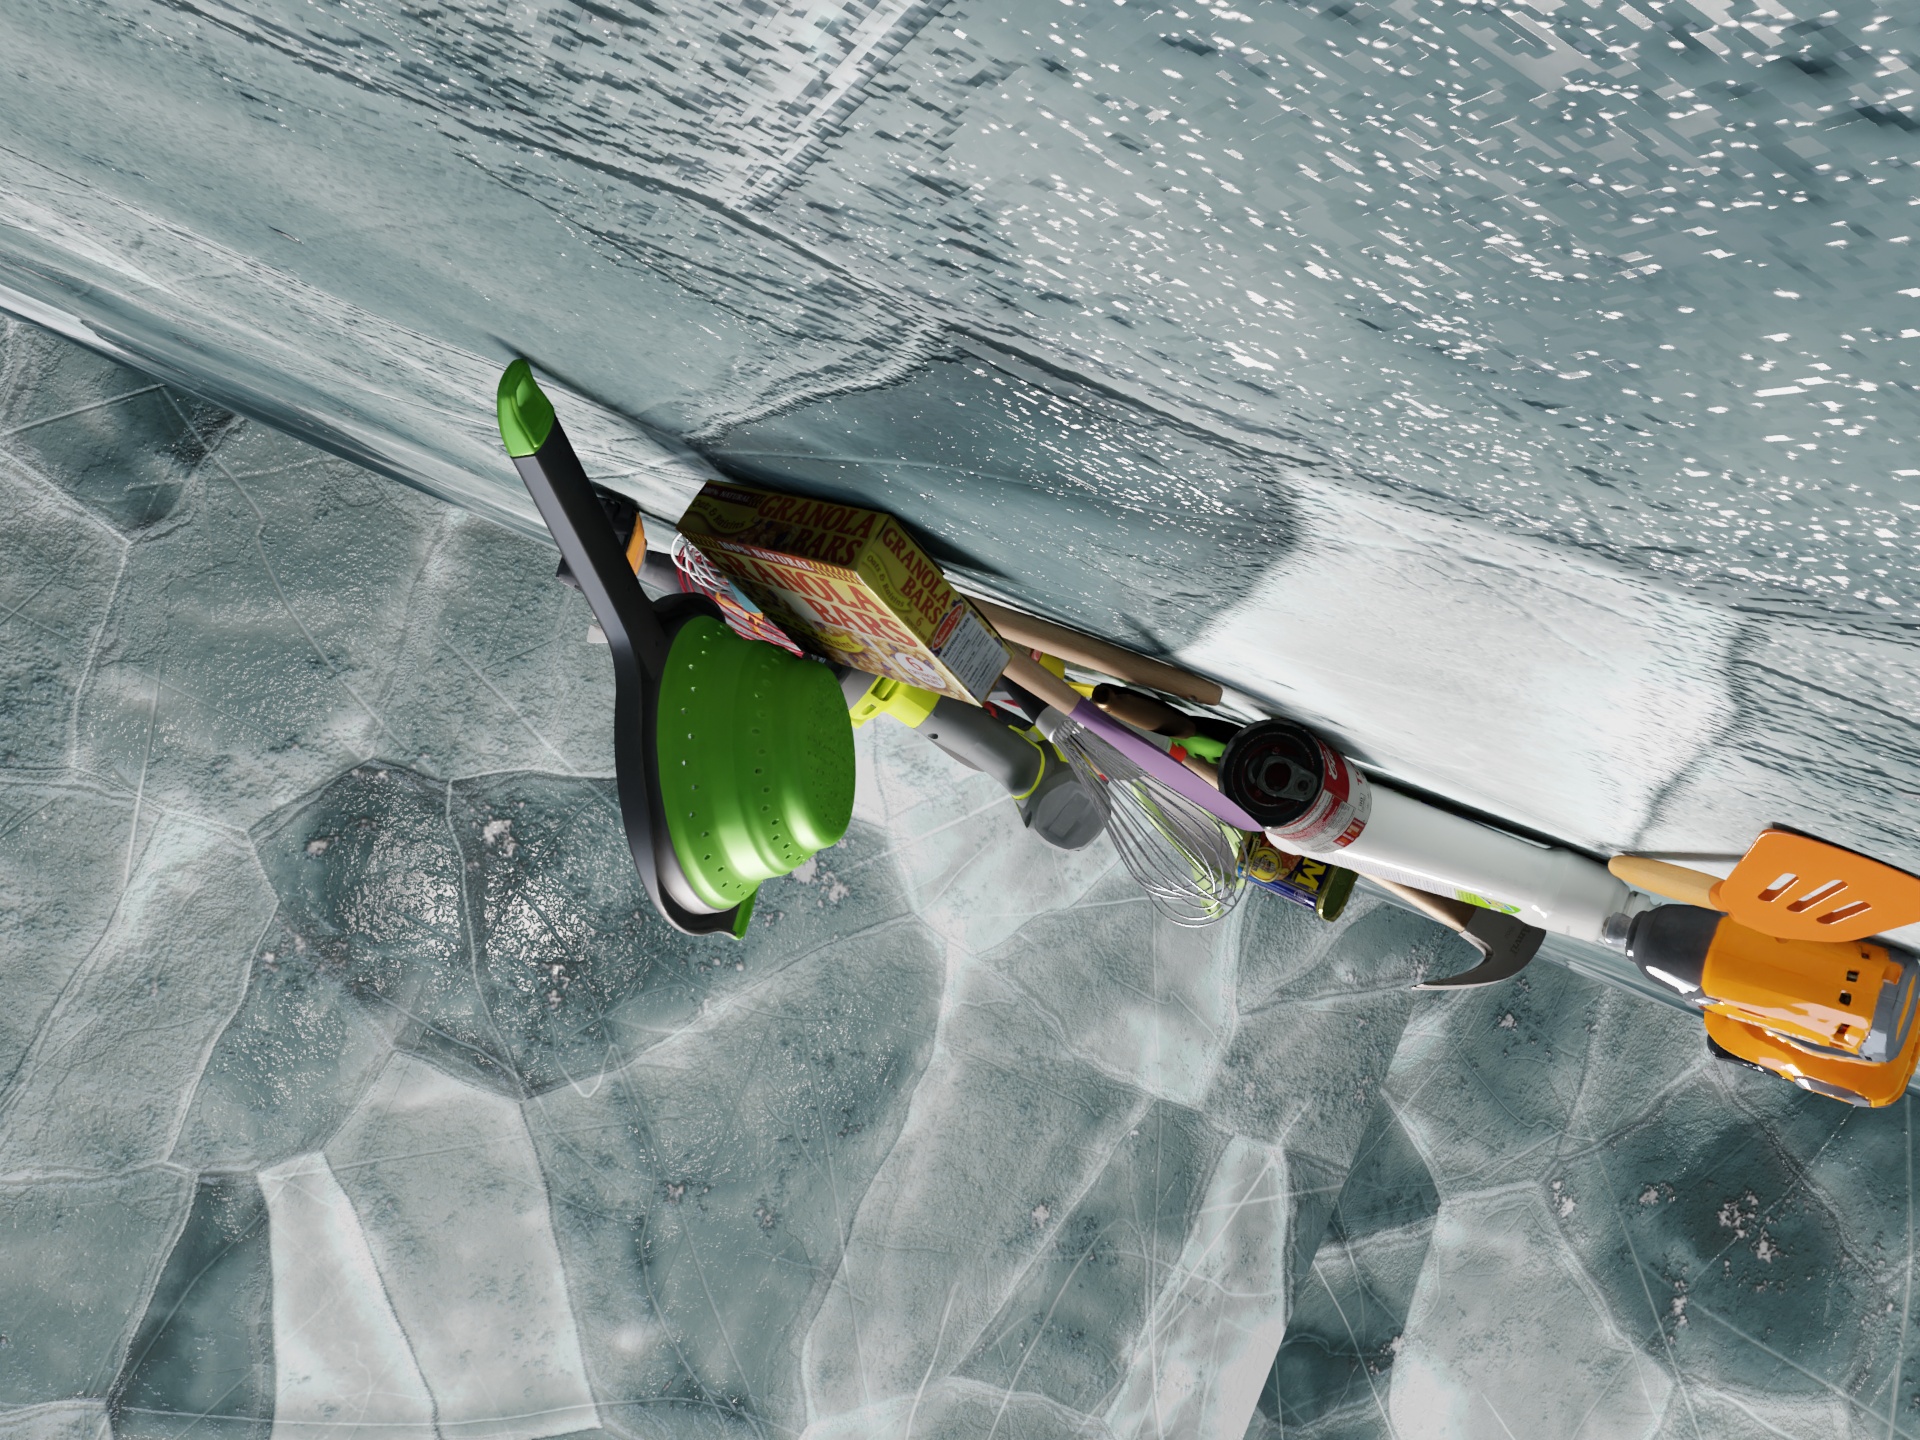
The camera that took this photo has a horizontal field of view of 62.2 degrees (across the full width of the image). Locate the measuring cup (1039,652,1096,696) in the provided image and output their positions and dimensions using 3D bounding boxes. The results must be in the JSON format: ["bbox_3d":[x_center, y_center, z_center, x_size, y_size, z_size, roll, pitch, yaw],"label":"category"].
[{"bbox_3d":[0.068,-0.035,1.104,0.062,0.029,0.156,23,175,-24],"label":"measuring cup"}]

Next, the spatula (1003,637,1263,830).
[{"bbox_3d":[0.045,-0.023,0.920,0.316,0.018,0.060,34,172,-6],"label":"spatula"}]

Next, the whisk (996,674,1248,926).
[{"bbox_3d":[0.081,0.023,1.028,0.285,0.070,0.070,48,-168,31],"label":"whisk"}]

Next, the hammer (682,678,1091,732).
[{"bbox_3d":[-0.101,-0.016,1.350,0.409,0.036,0.149,-3,163,23],"label":"hammer"}]

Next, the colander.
[{"bbox_3d":[-0.138,-0.033,0.884,0.094,0.205,0.396,-5,136,13],"label":"colander"}]

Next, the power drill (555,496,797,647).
[{"bbox_3d":[-0.214,-0.115,1.324,0.226,0.084,0.185,18,180,-17],"label":"power drill"}]

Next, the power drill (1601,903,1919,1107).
[{"bbox_3d":[0.494,0.166,0.970,0.164,0.084,0.226,15,171,37],"label":"power drill"}]

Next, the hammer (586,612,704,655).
[{"bbox_3d":[-0.204,-0.049,1.237,0.144,0.035,0.406,13,-177,-18],"label":"hammer"}]

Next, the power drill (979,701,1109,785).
[{"bbox_3d":[0.035,0.005,1.595,0.227,0.080,0.187,30,-175,22],"label":"power drill"}]

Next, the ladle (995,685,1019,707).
[{"bbox_3d":[0.120,0.001,1.500,0.069,0.031,0.315,29,-176,33],"label":"ladle"}]

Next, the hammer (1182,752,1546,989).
[{"bbox_3d":[0.273,0.087,1.179,0.331,0.130,0.031,30,167,11],"label":"hammer"}]

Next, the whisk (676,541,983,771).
[{"bbox_3d":[-0.092,-0.048,1.227,0.296,0.073,0.073,34,177,-5],"label":"whisk"}]

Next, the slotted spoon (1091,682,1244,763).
[{"bbox_3d":[0.127,0.001,0.959,0.070,0.031,0.313,18,-179,21],"label":"slotted spoon"}]

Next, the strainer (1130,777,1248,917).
[{"bbox_3d":[0.239,0.105,1.483,0.152,0.069,0.256,41,165,34],"label":"strainer"}]

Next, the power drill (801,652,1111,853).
[{"bbox_3d":[-0.002,-0.004,1.142,0.223,0.080,0.171,34,-170,-15],"label":"power drill"}]

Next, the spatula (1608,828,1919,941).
[{"bbox_3d":[0.375,0.076,0.789,0.081,0.041,0.322,22,-178,7],"label":"spatula"}]

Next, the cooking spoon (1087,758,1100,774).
[{"bbox_3d":[0.159,0.032,1.369,0.068,0.017,0.319,40,165,-10],"label":"cooking spoon"}]

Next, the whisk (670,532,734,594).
[{"bbox_3d":[-0.108,-0.097,1.166,0.246,0.059,0.058,19,-135,-44],"label":"whisk"}]

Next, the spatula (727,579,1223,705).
[{"bbox_3d":[0.004,-0.056,0.959,0.317,0.044,0.082,20,154,18],"label":"spatula"}]
